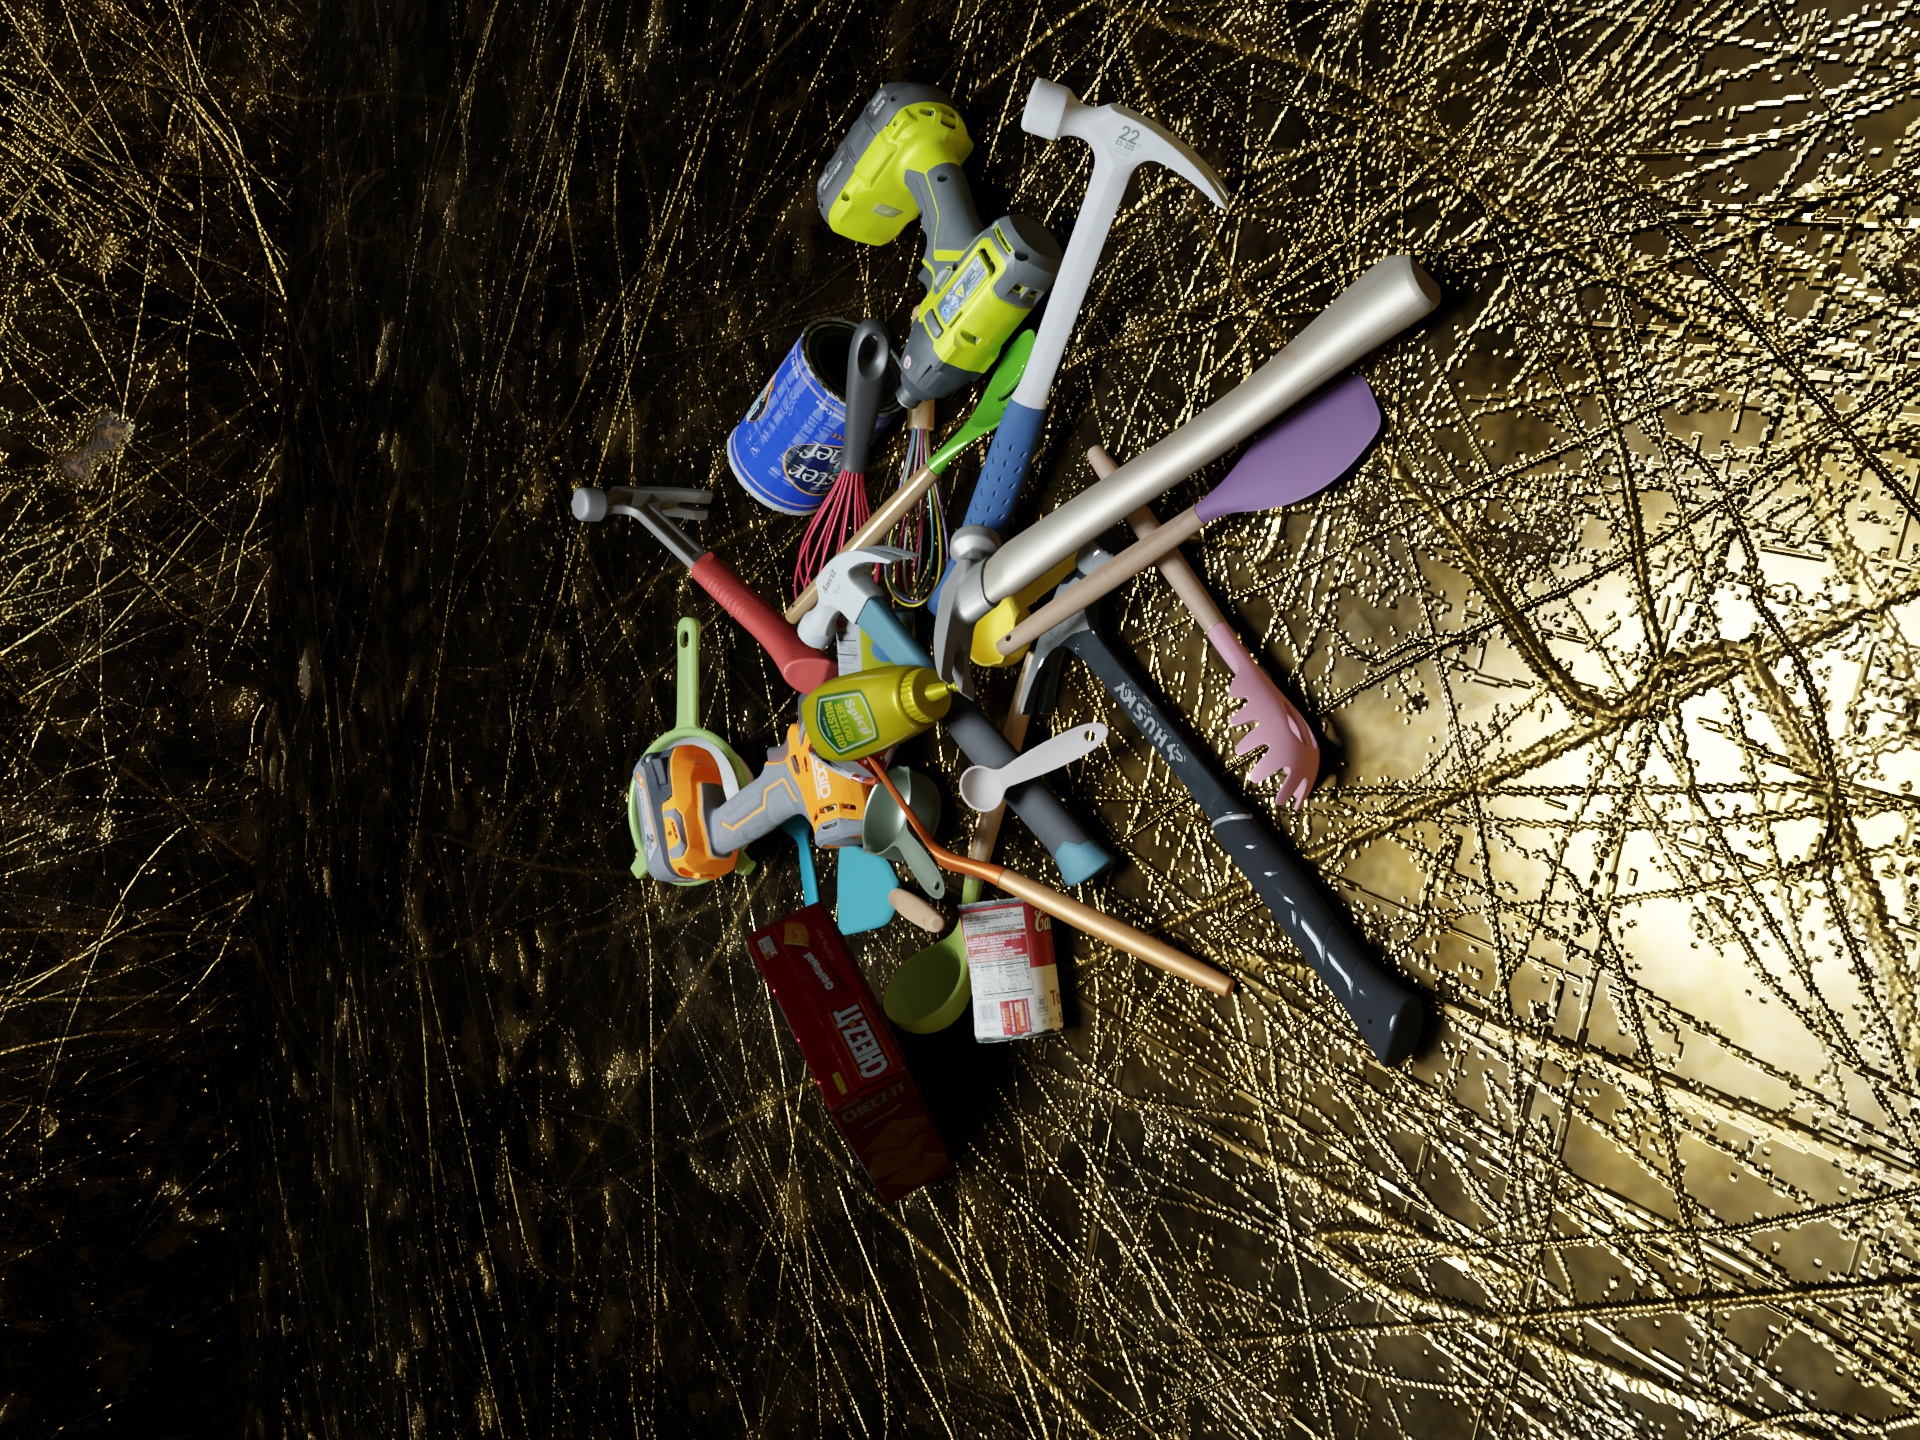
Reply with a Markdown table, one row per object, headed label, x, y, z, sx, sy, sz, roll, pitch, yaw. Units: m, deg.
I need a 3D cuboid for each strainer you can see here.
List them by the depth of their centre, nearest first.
| label | x | y | z | sx | sy | sz | roll | pitch | yaw |
| --- | --- | --- | --- | --- | --- | --- | --- | --- | --- |
| strainer | -0.245 | 0.030 | 1.534 | 0.151 | 0.069 | 0.256 | -6 | 82 | 33 |

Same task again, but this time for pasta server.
| label | x | y | z | sx | sy | sz | roll | pitch | yaw |
| --- | --- | --- | --- | --- | --- | --- | --- | --- | --- |
| pasta server | 0.152 | -0.074 | 1.054 | 0.040 | 0.060 | 0.317 | -45 | 52 | 23 |

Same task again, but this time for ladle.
| label | x | y | z | sx | sy | sz | roll | pitch | yaw |
| --- | --- | --- | --- | --- | --- | --- | --- | --- | --- |
| ladle | 0.007 | 0.097 | 1.231 | 0.078 | 0.062 | 0.320 | 42 | 121 | 59 |

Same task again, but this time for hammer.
| label | x | y | z | sx | sy | sz | roll | pitch | yaw |
| --- | --- | --- | --- | --- | --- | --- | --- | --- | --- |
| hammer | 0.128 | -0.156 | 1.025 | 0.410 | 0.038 | 0.146 | -32 | 37 | 39 |
| hammer | 0.163 | 0.056 | 1.043 | 0.409 | 0.036 | 0.149 | 56 | 133 | 35 |
| hammer | 0.058 | -0.234 | 1.134 | 0.035 | 0.144 | 0.405 | -73 | 3 | -53 |
| hammer | -0.002 | -0.004 | 1.192 | 0.331 | 0.033 | 0.128 | 49 | 132 | 22 |
| hammer | -0.209 | -0.126 | 1.441 | 0.359 | 0.149 | 0.036 | 41 | 123 | 39 |

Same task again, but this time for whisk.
| label | x | y | z | sx | sy | sz | roll | pitch | yaw |
| --- | --- | --- | --- | --- | --- | --- | --- | --- | --- |
| whisk | -0.037 | -0.215 | 1.291 | 0.047 | 0.051 | 0.245 | 2 | 89 | 58 |
| whisk | -0.090 | -0.191 | 1.292 | 0.073 | 0.073 | 0.295 | 52 | 143 | 37 |

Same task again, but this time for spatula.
| label | x | y | z | sx | sy | sz | roll | pitch | yaw |
| --- | --- | --- | --- | --- | --- | --- | --- | --- | --- |
| spatula | 0.139 | -0.120 | 1.041 | 0.316 | 0.018 | 0.060 | -32 | 57 | 34 |
| spatula | 0.055 | 0.114 | 1.131 | 0.323 | 0.080 | 0.041 | 24 | 70 | 30 |
| spatula | -0.057 | 0.146 | 1.267 | 0.317 | 0.044 | 0.082 | 174 | 97 | -79 |

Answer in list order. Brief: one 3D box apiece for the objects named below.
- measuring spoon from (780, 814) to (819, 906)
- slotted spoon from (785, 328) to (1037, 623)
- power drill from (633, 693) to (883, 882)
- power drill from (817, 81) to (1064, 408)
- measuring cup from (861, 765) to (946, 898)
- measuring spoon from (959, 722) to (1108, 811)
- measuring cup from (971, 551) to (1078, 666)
| label | x | y | z | sx | sy | sz | roll | pitch | yaw |
| --- | --- | --- | --- | --- | --- | --- | --- | --- | --- |
| measuring spoon | -0.149 | 0.128 | 1.454 | 0.042 | 0.021 | 0.129 | -27 | 69 | 49 |
| slotted spoon | -0.037 | -0.180 | 1.243 | 0.313 | 0.031 | 0.070 | -43 | 33 | 26 |
| power drill | -0.177 | 0.048 | 1.402 | 0.226 | 0.084 | 0.164 | -17 | 75 | 27 |
| power drill | -0.025 | -0.366 | 1.232 | 0.171 | 0.080 | 0.223 | -45 | 56 | 35 |
| measuring cup | -0.030 | 0.098 | 1.261 | 0.083 | 0.038 | 0.168 | -62 | 31 | 15 |
| measuring spoon | 0.054 | 0.029 | 1.123 | 0.124 | 0.018 | 0.034 | -27 | 93 | 26 |
| measuring cup | 0.062 | -0.094 | 1.185 | 0.156 | 0.029 | 0.062 | -40 | 57 | 35 |
